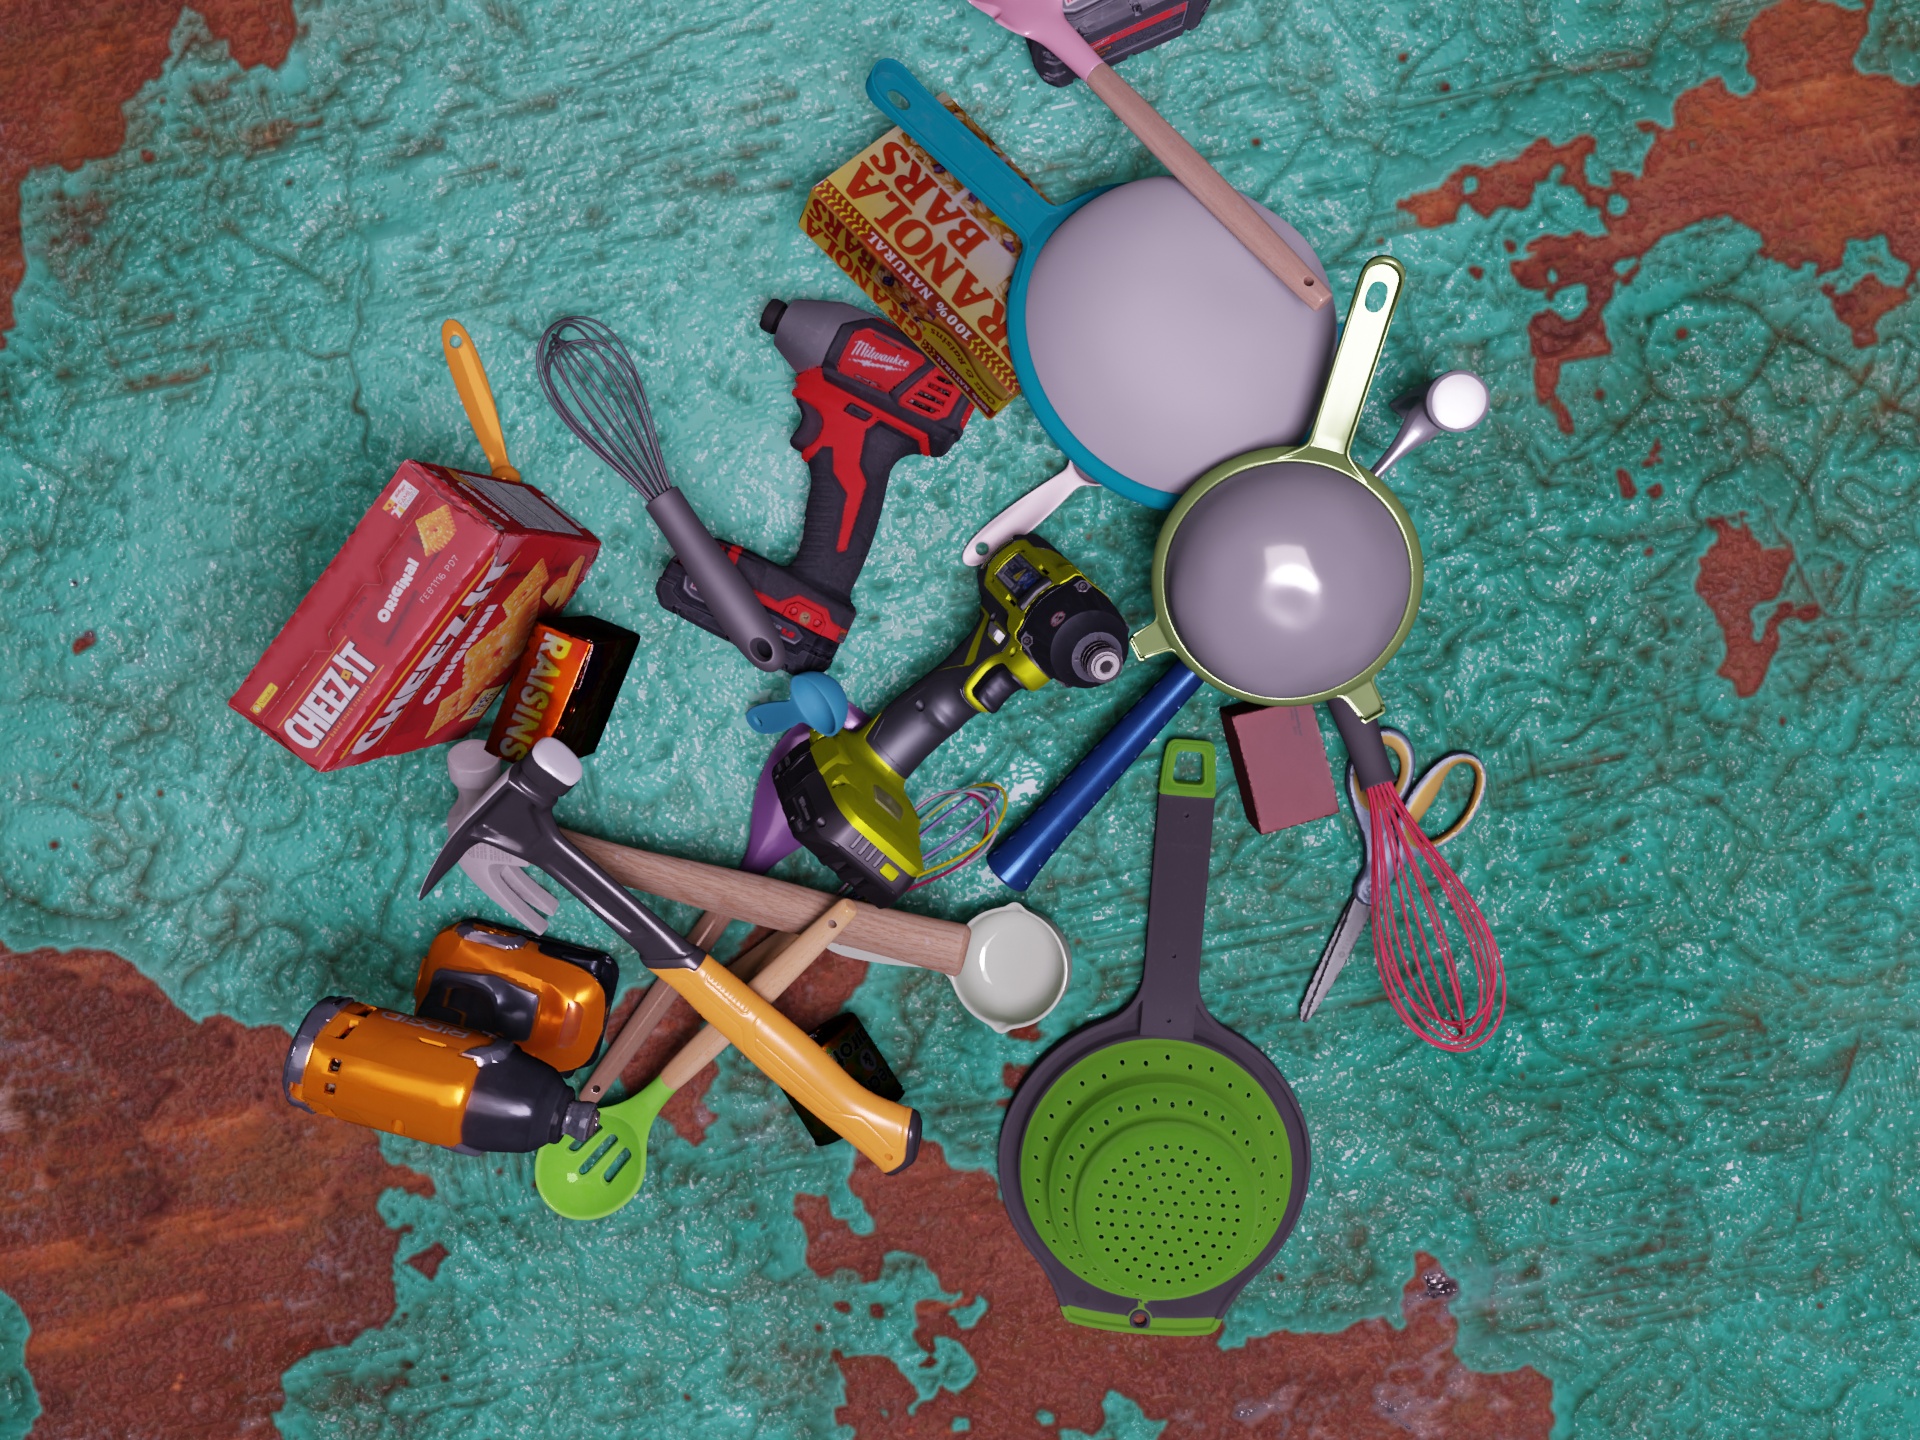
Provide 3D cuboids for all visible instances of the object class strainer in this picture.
[{"bbox_3d":[0.191,-0.119,0.854,0.151,0.069,0.256,16,111,5],"label":"strainer"},{"bbox_3d":[0.091,-0.273,0.907,0.340,0.095,0.211,40,68,-9],"label":"strainer"}]

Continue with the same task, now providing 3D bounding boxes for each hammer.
[{"bbox_3d":[0.161,-0.051,0.974,0.035,0.144,0.405,42,104,0],"label":"hammer"},{"bbox_3d":[-0.157,0.105,0.984,0.331,0.031,0.130,14,129,5],"label":"hammer"},{"bbox_3d":[-0.157,0.160,0.941,0.336,0.034,0.127,43,113,-12],"label":"hammer"}]

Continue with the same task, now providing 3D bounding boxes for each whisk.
[{"bbox_3d":[-0.171,-0.130,0.927,0.055,0.055,0.239,-33,95,4],"label":"whisk"},{"bbox_3d":[0.263,0.059,0.979,0.073,0.073,0.296,-17,80,3],"label":"whisk"},{"bbox_3d":[-0.070,0.116,1.016,0.245,0.051,0.047,-36,67,9],"label":"whisk"}]

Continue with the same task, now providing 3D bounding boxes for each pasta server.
[{"bbox_3d":[0.092,-0.342,0.876,0.060,0.040,0.316,-41,80,1],"label":"pasta server"}]

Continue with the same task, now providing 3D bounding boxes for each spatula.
[{"bbox_3d":[-0.156,0.121,1.034,0.059,0.018,0.316,35,94,-6],"label":"spatula"}]

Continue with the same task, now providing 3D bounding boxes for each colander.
[{"bbox_3d":[0.132,0.212,0.996,0.204,0.094,0.397,4,95,1],"label":"colander"}]

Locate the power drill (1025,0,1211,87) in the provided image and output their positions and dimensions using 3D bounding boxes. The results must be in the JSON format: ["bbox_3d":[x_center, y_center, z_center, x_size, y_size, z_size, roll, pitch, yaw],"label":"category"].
[{"bbox_3d":[0.038,-0.504,0.948,0.188,0.080,0.226,-22,91,3],"label":"power drill"}]

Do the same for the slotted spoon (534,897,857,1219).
[{"bbox_3d":[-0.165,0.212,0.998,0.070,0.031,0.313,43,113,-3],"label":"slotted spoon"}]

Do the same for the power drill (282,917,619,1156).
[{"bbox_3d":[-0.273,0.190,0.939,0.164,0.226,0.084,15,95,0],"label":"power drill"}]

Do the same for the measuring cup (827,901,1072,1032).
[{"bbox_3d":[-0.008,0.151,1.030,0.167,0.038,0.083,7,90,18],"label":"measuring cup"}]

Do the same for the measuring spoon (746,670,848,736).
[{"bbox_3d":[-0.101,-0.009,0.979,0.021,0.128,0.042,-35,101,-27],"label":"measuring spoon"}]

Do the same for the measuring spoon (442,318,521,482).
[{"bbox_3d":[-0.308,-0.200,1.014,0.021,0.011,0.117,-18,94,3],"label":"measuring spoon"}]

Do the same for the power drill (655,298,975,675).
[{"bbox_3d":[-0.094,-0.148,0.983,0.143,0.078,0.219,28,92,-1],"label":"power drill"}]

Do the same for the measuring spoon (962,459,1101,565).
[{"bbox_3d":[0.051,-0.139,1.011,0.124,0.018,0.034,-37,93,11],"label":"measuring spoon"}]

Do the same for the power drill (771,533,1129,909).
[{"bbox_3d":[-0.001,-0.003,0.941,0.223,0.171,0.080,-44,116,5],"label":"power drill"}]
